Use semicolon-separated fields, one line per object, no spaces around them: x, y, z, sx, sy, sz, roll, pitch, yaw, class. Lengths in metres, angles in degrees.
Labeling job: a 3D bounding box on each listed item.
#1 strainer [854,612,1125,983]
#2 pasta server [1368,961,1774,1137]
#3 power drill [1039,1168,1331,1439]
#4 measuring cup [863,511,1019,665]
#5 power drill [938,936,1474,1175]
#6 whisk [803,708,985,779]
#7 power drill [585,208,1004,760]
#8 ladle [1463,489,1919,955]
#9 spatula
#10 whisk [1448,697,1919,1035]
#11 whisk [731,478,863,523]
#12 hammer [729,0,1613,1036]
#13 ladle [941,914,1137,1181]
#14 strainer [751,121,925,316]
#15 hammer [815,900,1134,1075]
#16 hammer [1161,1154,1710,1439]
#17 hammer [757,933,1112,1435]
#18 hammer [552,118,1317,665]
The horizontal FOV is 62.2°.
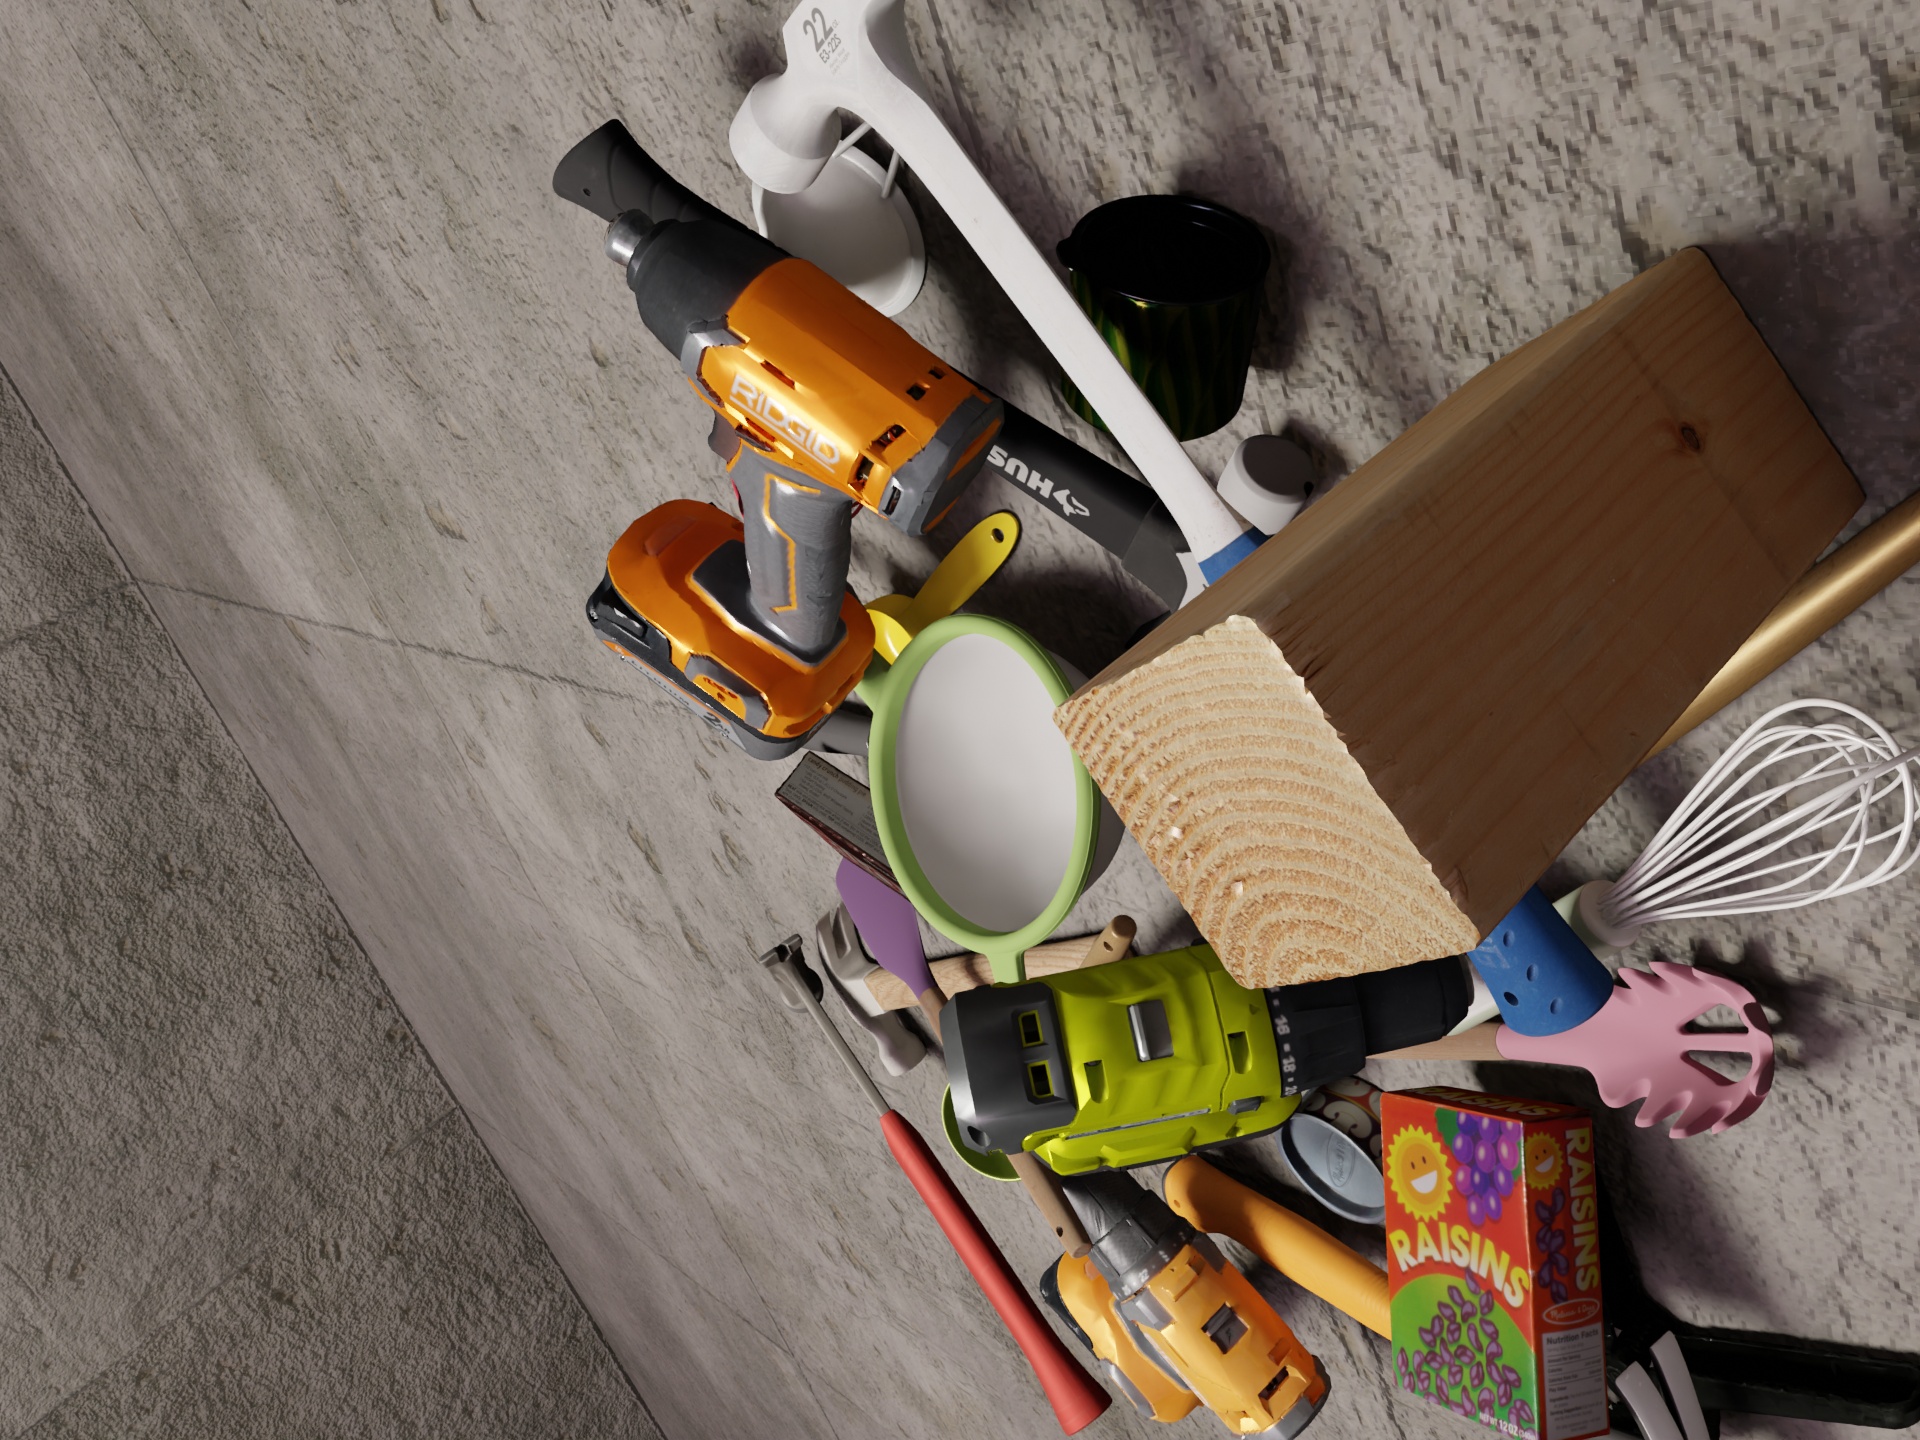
-0.001;-0.002;0.751;0.257;0.069;0.151;44;127;40;strainer
0.204;0.134;0.668;0.316;0.040;0.060;-19;72;61;pasta server
0.105;0.324;0.914;0.185;0.084;0.226;47;163;11;power drill
-0.007;-0.060;0.781;0.062;0.029;0.156;52;138;4;measuring cup
0.096;0.136;0.657;0.228;0.190;0.080;76;-178;-72;power drill
-0.046;0.012;0.879;0.239;0.055;0.055;10;129;55;whisk
-0.088;-0.095;0.654;0.164;0.084;0.226;37;144;4;power drill
0.217;0.010;0.531;0.069;0.031;0.315;33;146;2;ladle
-0.006;0.173;0.908;0.316;0.018;0.059;54;128;43;spatula
0.225;0.063;0.540;0.058;0.059;0.246;62;152;18;whisk
-0.099;-0.100;0.823;0.073;0.073;0.296;53;156;0;whisk
0.081;-0.066;0.505;0.405;0.035;0.144;52;149;-5;hammer
0.045;0.180;0.863;0.078;0.062;0.320;41;152;14;ladle
-0.079;-0.181;0.734;0.087;0.050;0.258;38;153;-3;strainer
0.001;0.158;0.978;0.130;0.031;0.331;57;149;-7;hammer
0.208;0.281;0.770;0.337;0.034;0.127;15;130;59;hammer
-0.020;0.299;1.042;0.359;0.037;0.149;54;168;14;hammer
-0.026;-0.138;0.641;0.335;0.035;0.146;34;149;7;hammer
